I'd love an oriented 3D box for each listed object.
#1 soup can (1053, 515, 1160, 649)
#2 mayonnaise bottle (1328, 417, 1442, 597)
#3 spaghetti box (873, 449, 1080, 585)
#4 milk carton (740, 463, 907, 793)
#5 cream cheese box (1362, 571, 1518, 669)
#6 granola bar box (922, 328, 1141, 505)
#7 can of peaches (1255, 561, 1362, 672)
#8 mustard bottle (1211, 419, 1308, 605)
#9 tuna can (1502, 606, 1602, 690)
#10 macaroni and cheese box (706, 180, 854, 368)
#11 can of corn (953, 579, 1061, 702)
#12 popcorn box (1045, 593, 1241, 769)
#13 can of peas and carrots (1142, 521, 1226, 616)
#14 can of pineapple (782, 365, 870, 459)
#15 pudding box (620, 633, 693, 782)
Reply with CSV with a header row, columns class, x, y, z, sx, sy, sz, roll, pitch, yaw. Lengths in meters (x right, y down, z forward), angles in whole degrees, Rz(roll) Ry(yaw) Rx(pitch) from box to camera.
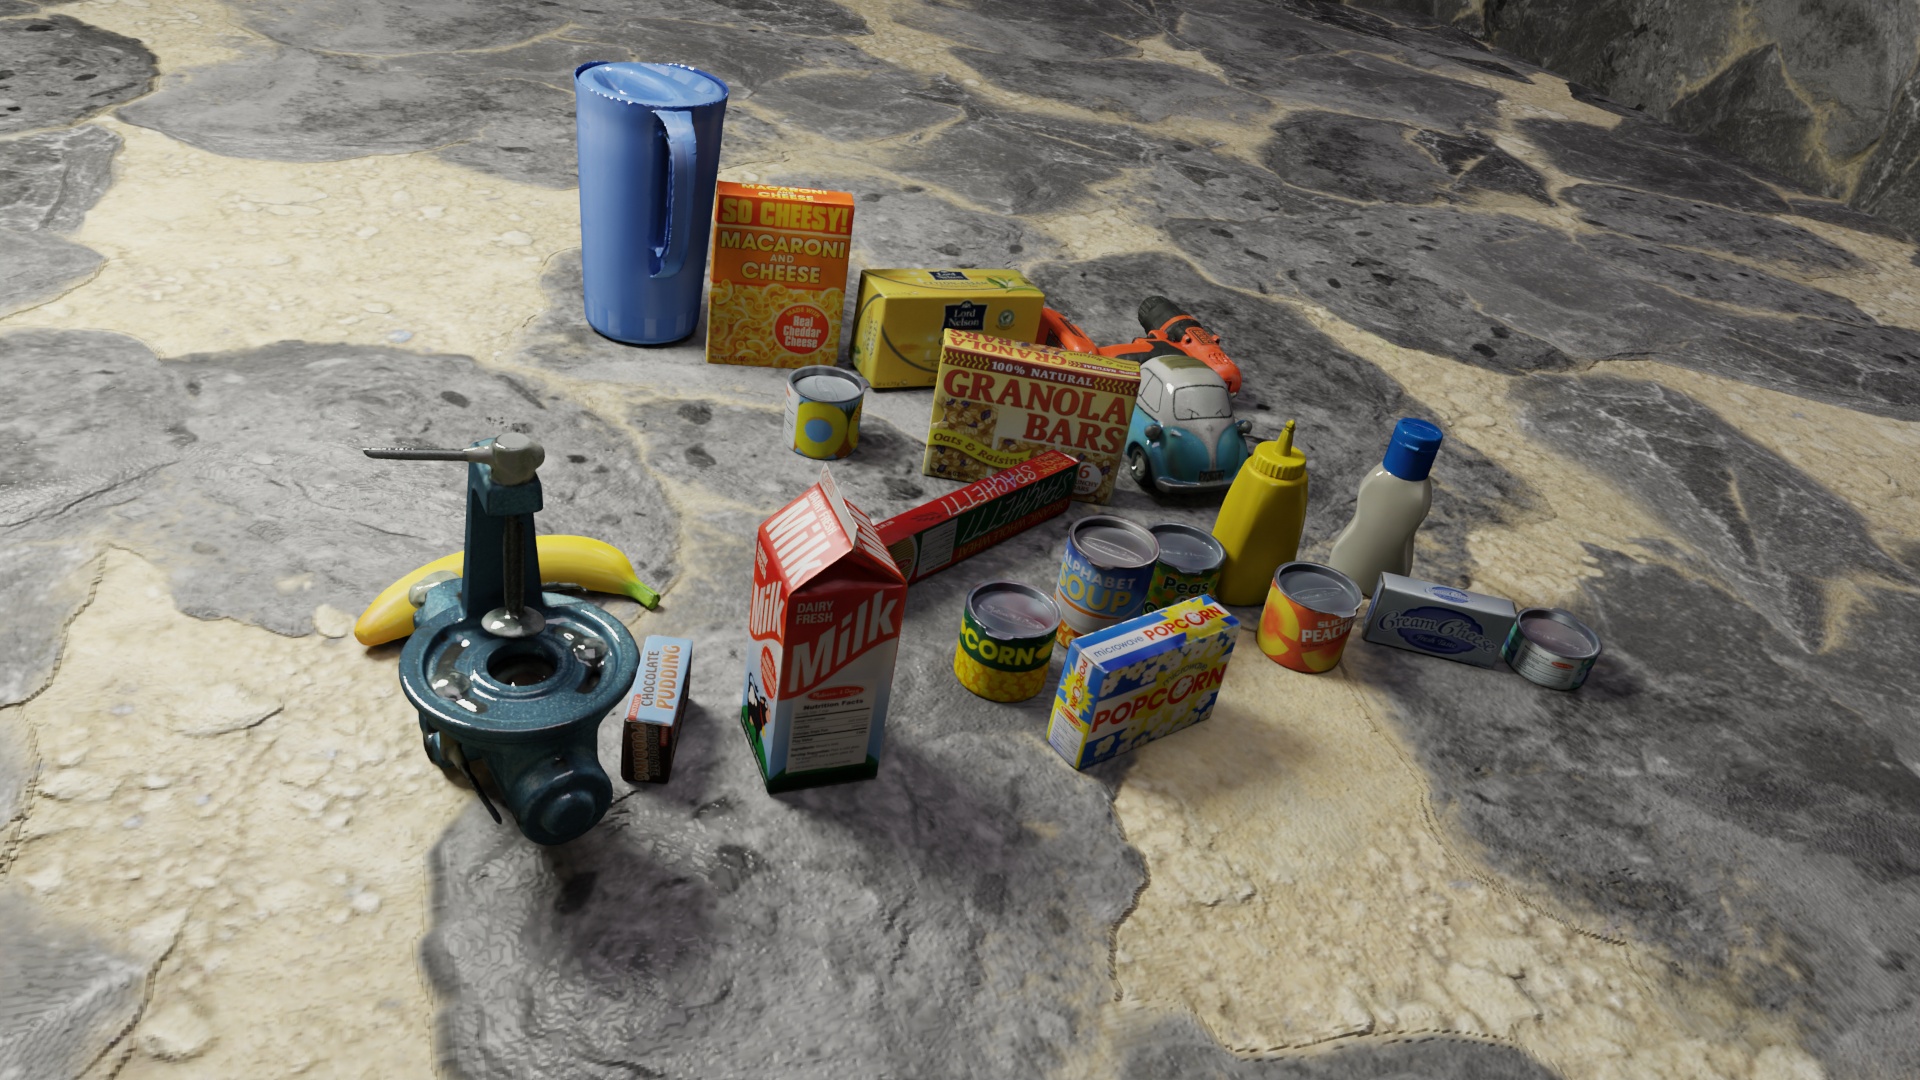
class,x,y,z,sx,sy,sz,roll,pitch,yaw
soup can,0.102,0.035,1.006,0.071,0.083,0.072,8,32,-5
mayonnaise bottle,0.344,-0.026,1.110,0.065,0.147,0.041,23,34,19
spaghetti box,0.004,-0.014,1.084,0.029,0.050,0.251,33,39,31
milk carton,-0.082,0.053,0.827,0.073,0.189,0.072,-4,35,-22
cream cheese box,0.368,0.062,1.070,0.104,0.053,0.024,13,32,4
granola bar box,0.058,-0.102,1.168,0.166,0.123,0.039,10,32,-2
can of peaches,0.261,0.059,1.040,0.071,0.057,0.071,8,33,-5
mustard bottle,0.234,-0.025,1.066,0.065,0.159,0.049,-2,34,-19
tuna can,0.461,0.083,1.083,0.071,0.032,0.071,8,33,-5
macaroni and cheese box,-0.168,-0.242,1.279,0.124,0.165,0.040,2,33,-13
can of corn,0.031,0.070,0.955,0.071,0.058,0.071,8,33,-5
popcorn box,0.121,0.093,0.922,0.127,0.084,0.038,-15,40,-34
can of peas and carrots,0.163,0.028,1.057,0.071,0.058,0.071,8,33,-5
can of pineapple,-0.116,-0.110,1.191,0.071,0.057,0.071,8,33,-5
pudding box,-0.186,0.102,0.852,0.030,0.049,0.084,7,33,-6
